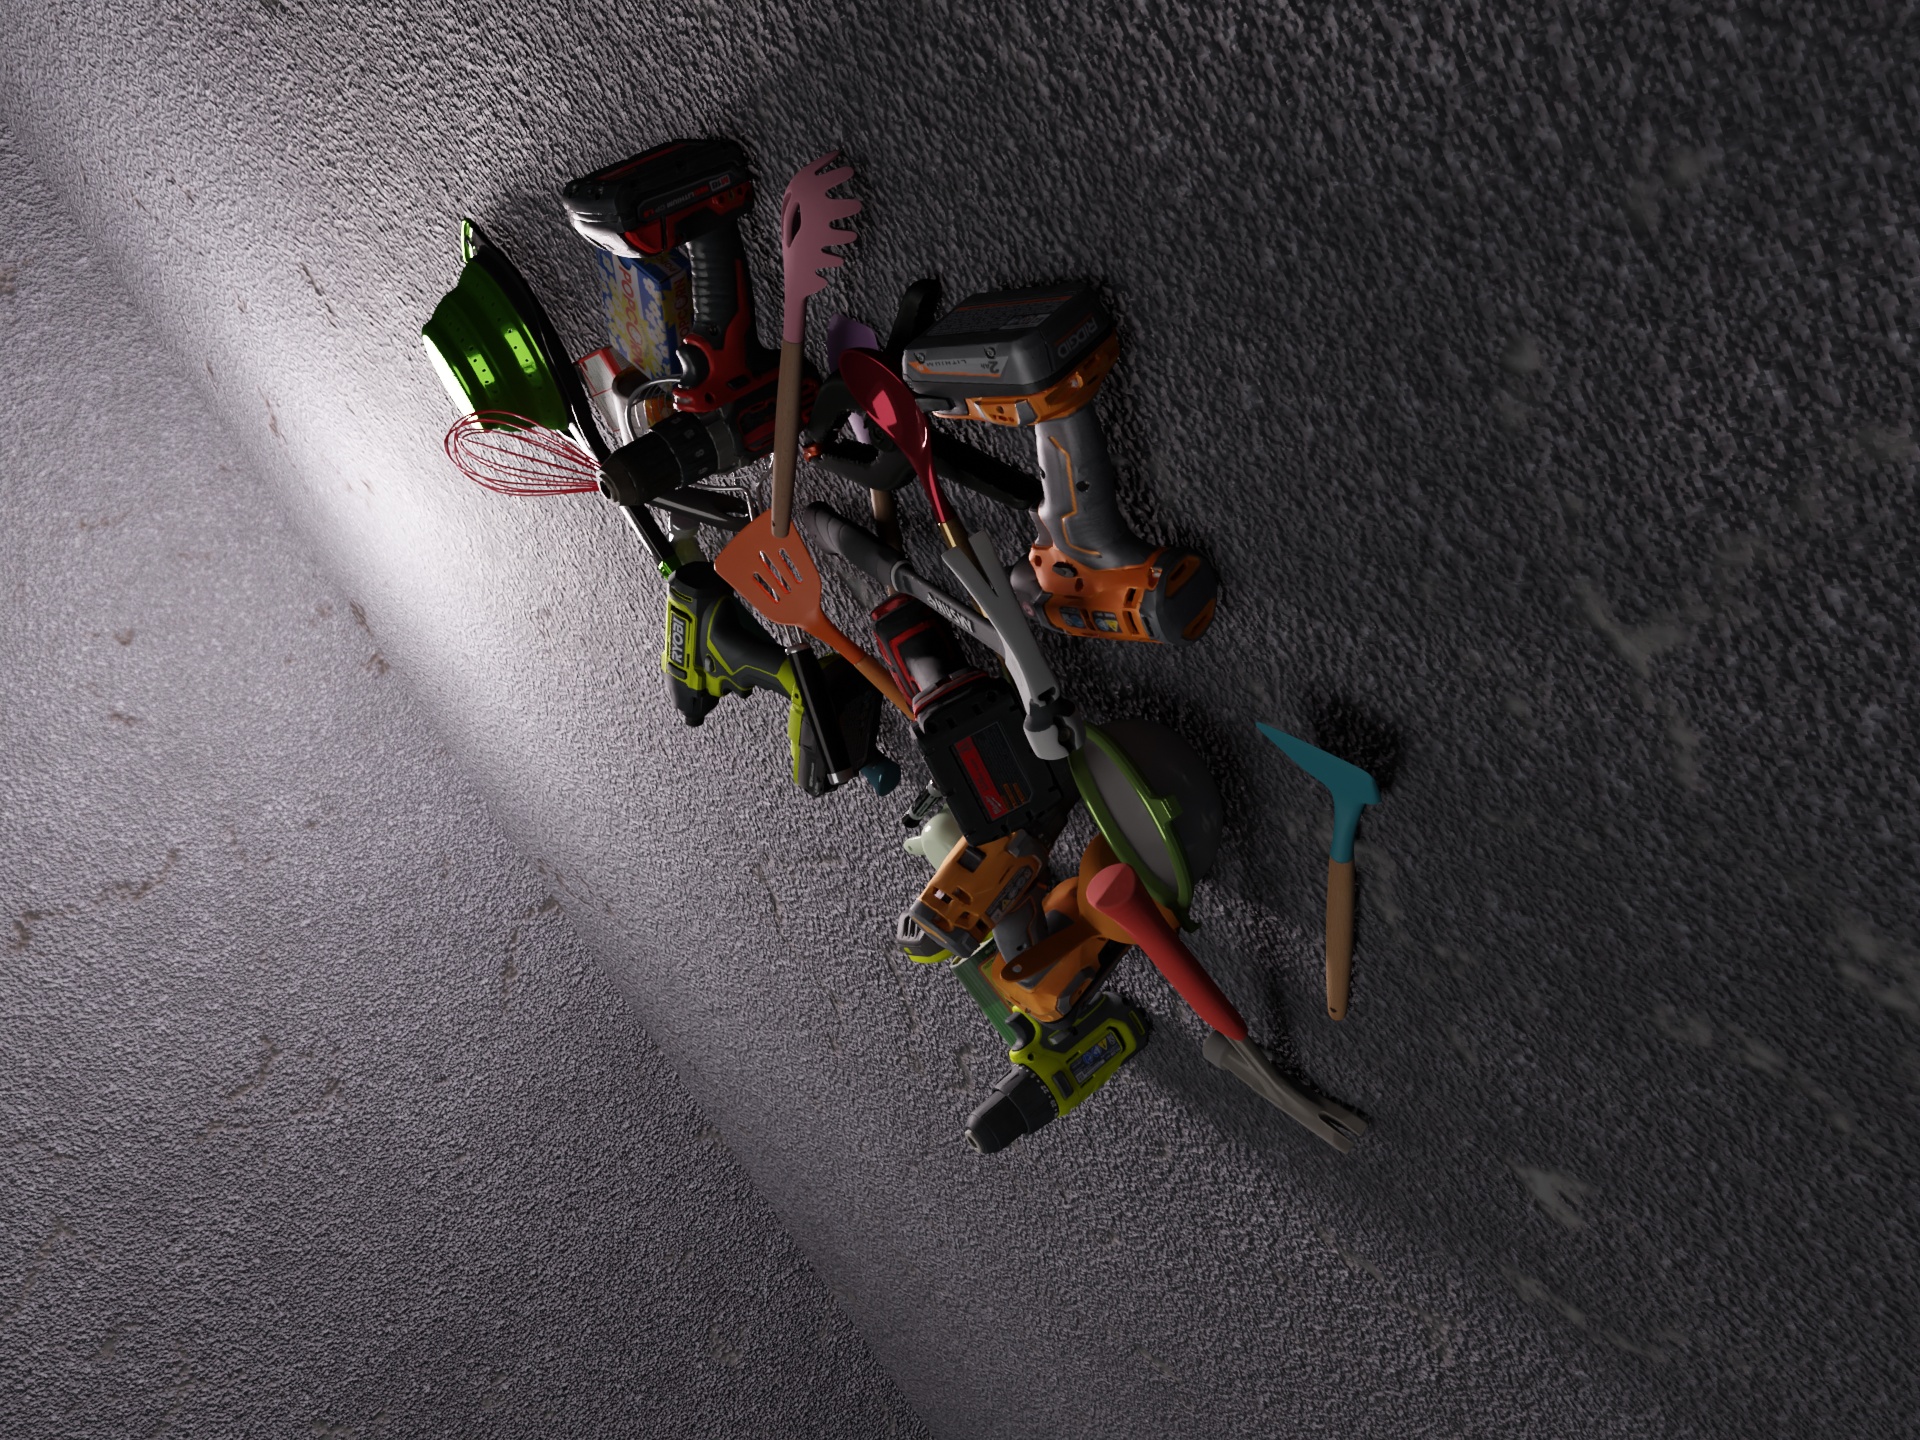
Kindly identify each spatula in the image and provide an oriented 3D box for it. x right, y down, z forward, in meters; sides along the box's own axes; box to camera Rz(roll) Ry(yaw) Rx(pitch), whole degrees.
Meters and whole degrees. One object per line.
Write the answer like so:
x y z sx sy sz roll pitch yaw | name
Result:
-0.065 -0.040 1.315 0.322 0.081 0.041 43 -159 -21 | spatula
0.246 0.112 1.057 0.082 0.044 0.317 28 147 34 | spatula
-0.061 -0.170 1.220 0.060 0.018 0.315 29 146 33 | spatula

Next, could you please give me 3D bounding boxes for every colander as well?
-0.397 -0.271 1.502 0.397 0.094 0.204 58 163 -3 | colander

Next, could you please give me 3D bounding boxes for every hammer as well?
-0.037 -0.102 1.130 0.409 0.036 0.149 39 158 60 | hammer
-0.175 -0.058 1.538 0.331 0.033 0.128 47 153 9 | hammer
0.187 0.209 1.166 0.149 0.037 0.358 29 165 42 | hammer

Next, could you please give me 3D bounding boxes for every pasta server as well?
-0.111 -0.247 1.112 0.060 0.040 0.316 59 153 32 | pasta server

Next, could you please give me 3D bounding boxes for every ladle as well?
0.002 -0.114 1.084 0.069 0.031 0.315 10 132 57 | ladle

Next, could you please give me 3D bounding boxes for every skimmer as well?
-0.172 -0.111 1.320 0.127 0.090 0.363 -13 99 34 | skimmer

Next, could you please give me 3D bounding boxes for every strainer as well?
0.116 0.022 1.149 0.257 0.069 0.151 53 167 41 | strainer

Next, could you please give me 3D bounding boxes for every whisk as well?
-0.320 -0.215 1.420 0.296 0.073 0.073 15 148 4 | whisk

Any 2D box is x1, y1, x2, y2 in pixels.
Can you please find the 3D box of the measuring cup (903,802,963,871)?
-0.025 0.127 1.525 0.083 0.038 0.167 56 152 -10 | measuring cup

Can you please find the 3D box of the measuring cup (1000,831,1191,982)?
0.099 0.137 1.182 0.095 0.173 0.052 43 149 33 | measuring cup

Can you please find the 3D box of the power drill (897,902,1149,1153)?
0.043 0.249 1.408 0.228 0.190 0.080 60 156 -8 | power drill

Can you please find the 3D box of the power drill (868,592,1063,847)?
-0.002 -0.004 1.206 0.143 0.078 0.220 63 178 -29 | power drill

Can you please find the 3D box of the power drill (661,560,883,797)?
-0.184 -0.029 1.477 0.223 0.080 0.171 30 130 25 | power drill

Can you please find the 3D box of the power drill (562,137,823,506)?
-0.201 -0.275 1.125 0.080 0.188 0.226 24 139 46 | power drill

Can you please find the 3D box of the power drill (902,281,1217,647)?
0.053 -0.147 0.982 0.164 0.084 0.226 9 136 46 | power drill

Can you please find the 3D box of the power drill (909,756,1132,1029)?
0.068 0.134 1.276 0.084 0.185 0.226 30 166 37 | power drill
